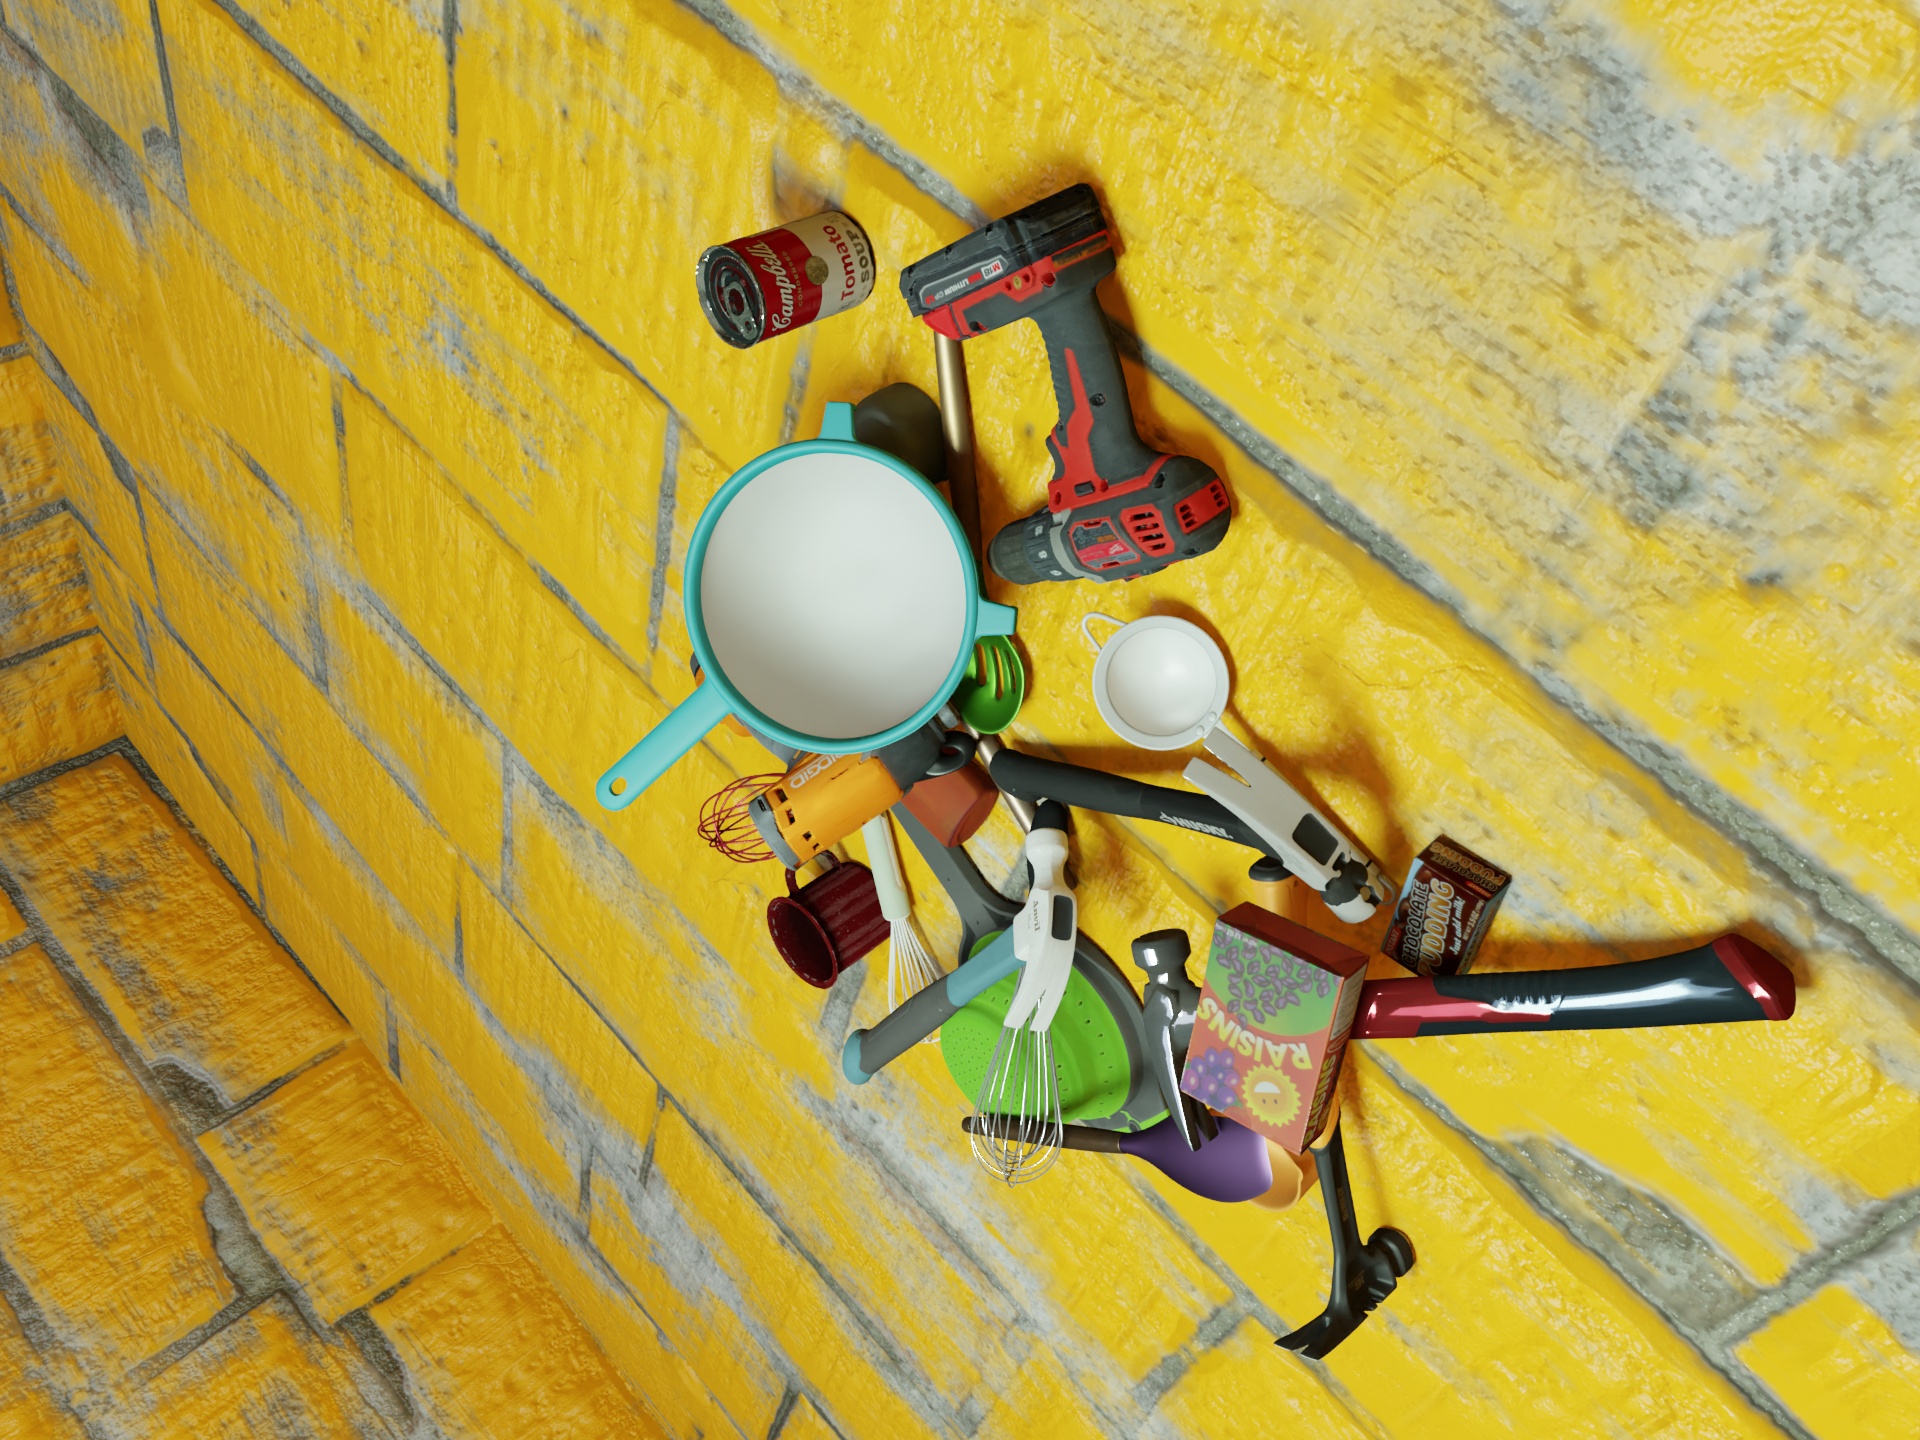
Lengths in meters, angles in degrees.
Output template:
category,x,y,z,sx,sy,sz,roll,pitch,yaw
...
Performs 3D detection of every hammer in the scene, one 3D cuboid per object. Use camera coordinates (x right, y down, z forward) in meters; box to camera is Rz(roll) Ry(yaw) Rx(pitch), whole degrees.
category,x,y,z,sx,sy,sz,roll,pitch,yaw
hammer,0.114,0.049,1.032,0.146,0.035,0.335,43,164,-26
hammer,0.274,0.180,0.920,0.386,0.038,0.143,-12,93,41
hammer,-0.008,0.205,1.194,0.331,0.033,0.128,-45,39,49
hammer,0.230,0.250,1.047,0.034,0.127,0.336,3,112,48

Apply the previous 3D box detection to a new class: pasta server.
category,x,y,z,sx,sy,sz,roll,pitch,yaw
pasta server,-0.002,-0.004,1.192,0.316,0.040,0.060,60,165,-4

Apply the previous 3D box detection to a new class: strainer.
category,x,y,z,sx,sy,sz,roll,pitch,yaw
strainer,0.175,0.022,0.998,0.258,0.050,0.087,45,110,9
strainer,-0.123,-0.049,1.119,0.340,0.095,0.211,-40,87,20

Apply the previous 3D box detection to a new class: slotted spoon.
category,x,y,z,sx,sy,sz,roll,pitch,yaw
slotted spoon,0.007,-0.136,1.095,0.070,0.031,0.313,14,124,37

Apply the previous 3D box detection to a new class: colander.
category,x,y,z,sx,sy,sz,roll,pitch,yaw
colander,0.005,0.190,1.274,0.397,0.094,0.204,55,144,4

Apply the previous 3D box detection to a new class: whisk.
category,x,y,z,sx,sy,sz,roll,pitch,yaw
whisk,-0.101,0.056,1.247,0.296,0.073,0.073,-20,100,37
whisk,0.052,0.199,1.169,0.070,0.070,0.284,2,85,49
whisk,-0.052,0.175,1.381,0.059,0.058,0.246,-7,111,15

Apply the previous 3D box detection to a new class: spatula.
category,x,y,z,sx,sy,sz,roll,pitch,yaw
spatula,0.102,0.306,1.151,0.316,0.018,0.060,-10,90,51

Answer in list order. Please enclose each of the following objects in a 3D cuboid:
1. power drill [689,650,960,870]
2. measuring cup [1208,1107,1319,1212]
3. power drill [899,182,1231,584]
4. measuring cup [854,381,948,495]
category,x,y,z,sx,sy,sz,roll,pitch,yaw
power drill,-0.102,-0.007,1.192,0.084,0.164,0.227,57,179,-43
measuring cup,0.206,0.261,1.125,0.095,0.052,0.173,-1,112,50
power drill,0.051,-0.186,0.967,0.188,0.080,0.226,-8,112,52
measuring cup,-0.064,-0.171,1.141,0.083,0.038,0.167,52,142,9
